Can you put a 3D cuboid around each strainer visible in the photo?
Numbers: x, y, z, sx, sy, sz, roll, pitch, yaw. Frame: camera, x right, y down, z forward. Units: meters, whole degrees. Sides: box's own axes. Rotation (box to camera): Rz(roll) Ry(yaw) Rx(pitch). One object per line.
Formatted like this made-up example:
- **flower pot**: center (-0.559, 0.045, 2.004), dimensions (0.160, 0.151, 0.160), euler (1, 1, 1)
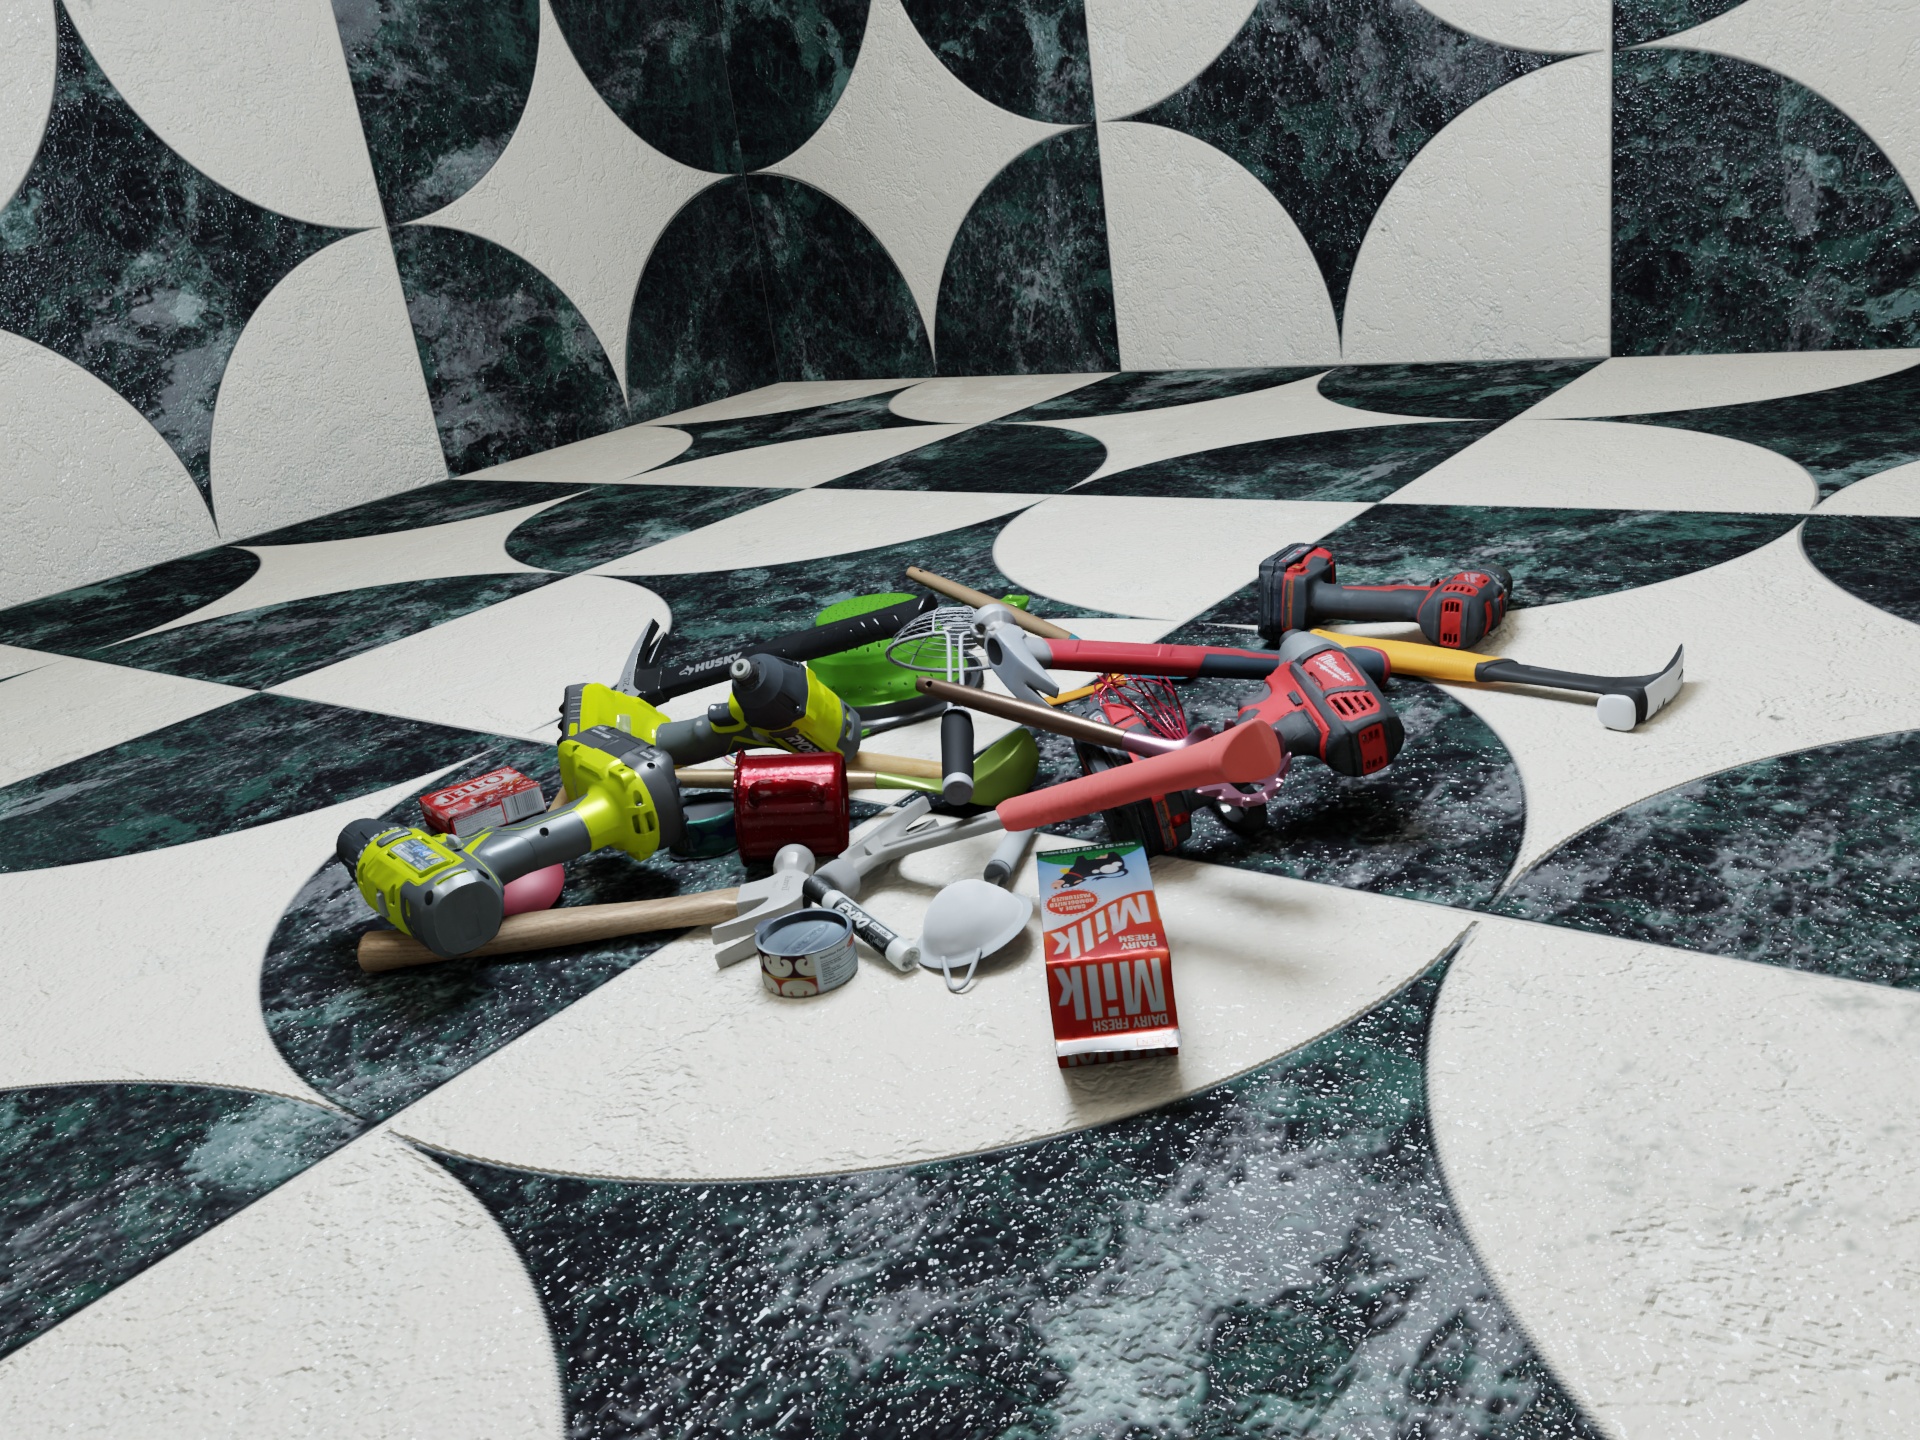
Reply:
- **strainer**: center (0.022, 0.111, 1.134), dimensions (0.087, 0.050, 0.258), euler (-17, 13, 20)

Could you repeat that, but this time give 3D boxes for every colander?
- **colander**: center (-0.041, -0.098, 1.643), dimensions (0.204, 0.094, 0.397), euler (5, 24, 32)

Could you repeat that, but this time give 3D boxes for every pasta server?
- **pasta server**: center (0.092, 0.005, 1.134), dimensions (0.316, 0.040, 0.060), euler (16, 74, 33)

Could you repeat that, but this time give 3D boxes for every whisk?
- **whisk**: center (0.176, 0.019, 1.298), dimensions (0.073, 0.073, 0.296), euler (-13, 26, -13)
- **whisk**: center (-0.118, 0.031, 1.394), dimensions (0.245, 0.047, 0.051), euler (7, 3, 26)

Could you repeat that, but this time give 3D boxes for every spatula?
- **spatula**: center (0.089, -0.100, 1.585), dimensions (0.317, 0.044, 0.082), euler (24, 33, 15)

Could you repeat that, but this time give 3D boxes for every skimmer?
- **skimmer**: center (-0.002, -0.004, 1.296), dimensions (0.127, 0.090, 0.364), euler (-1, 27, 0)

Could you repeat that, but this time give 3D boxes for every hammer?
- **hammer**: center (-0.178, -0.067, 1.515), dimensions (0.335, 0.035, 0.146), euler (-14, 49, 18)
- **hammer**: center (-0.273, 0.149, 1.155), dimensions (0.331, 0.031, 0.130), euler (-8, 20, 2)
- **hammer**: center (0.455, -0.050, 1.406), dimensions (0.337, 0.034, 0.127), euler (12, 29, 44)
- **hammer**: center (0.207, -0.042, 1.330), dimensions (0.386, 0.038, 0.143), euler (2, 29, -25)
- **hammer**: center (0.062, 0.057, 1.098), dimensions (0.359, 0.036, 0.149), euler (-19, 9, 39)

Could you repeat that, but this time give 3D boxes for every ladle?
- **ladle**: center (-0.095, 0.037, 1.302), dimensions (0.320, 0.062, 0.078), euler (0, 16, 5)
- **ladle**: center (-0.335, 0.076, 1.337), dimensions (0.069, 0.031, 0.316), euler (-3, 25, 5)

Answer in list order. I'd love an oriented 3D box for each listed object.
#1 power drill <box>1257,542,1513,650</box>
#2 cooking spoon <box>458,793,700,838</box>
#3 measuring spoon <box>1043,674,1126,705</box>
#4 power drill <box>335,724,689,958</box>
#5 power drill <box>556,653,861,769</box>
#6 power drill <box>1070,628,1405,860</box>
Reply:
- **power drill**: center (0.423, -0.125, 1.564), dimensions (0.227, 0.080, 0.188), euler (8, 21, 29)
- **cooking spoon**: center (-0.349, 0.095, 1.350), dimensions (0.319, 0.017, 0.069), euler (-10, 20, -7)
- **measuring spoon**: center (0.106, -0.028, 1.515), dimensions (0.117, 0.011, 0.021), euler (-16, 21, -19)
- **power drill**: center (-0.341, 0.084, 1.198), dimensions (0.228, 0.080, 0.191), euler (-26, 30, -35)
- **power drill**: center (-0.216, 0.001, 1.330), dimensions (0.223, 0.080, 0.171), euler (-11, -24, 19)
- **power drill**: center (0.200, 0.008, 1.177), dimensions (0.219, 0.078, 0.143), euler (-21, 41, -1)
